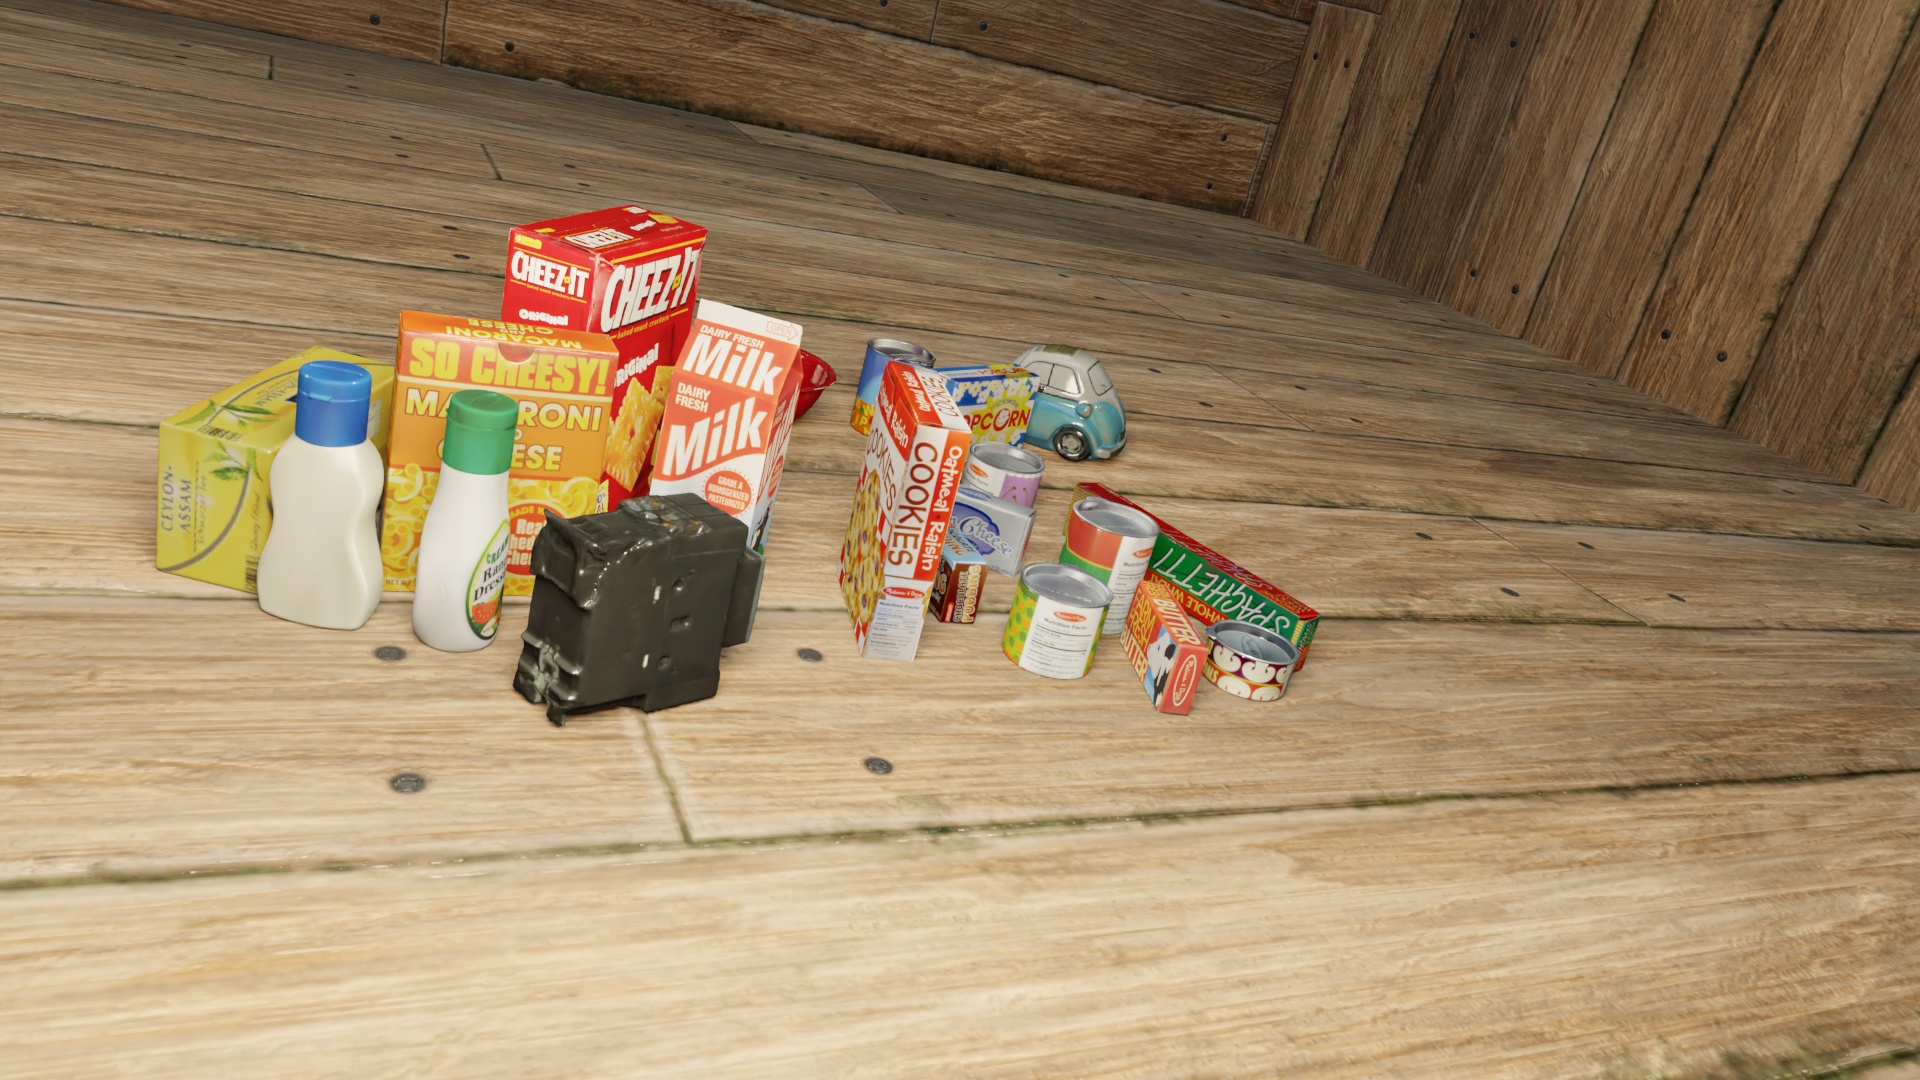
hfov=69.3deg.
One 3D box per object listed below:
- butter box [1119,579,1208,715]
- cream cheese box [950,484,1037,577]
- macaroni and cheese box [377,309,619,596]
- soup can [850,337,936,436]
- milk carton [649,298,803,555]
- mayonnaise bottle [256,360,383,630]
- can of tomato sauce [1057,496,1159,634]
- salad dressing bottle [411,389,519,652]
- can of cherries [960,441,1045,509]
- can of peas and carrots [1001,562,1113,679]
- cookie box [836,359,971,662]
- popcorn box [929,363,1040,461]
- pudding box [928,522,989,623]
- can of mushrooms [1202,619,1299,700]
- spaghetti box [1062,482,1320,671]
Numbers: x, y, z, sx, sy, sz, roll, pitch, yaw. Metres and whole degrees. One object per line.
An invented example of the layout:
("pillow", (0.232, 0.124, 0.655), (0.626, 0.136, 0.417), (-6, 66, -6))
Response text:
("butter box", (0.141, 0.073, 0.973), (0.024, 0.053, 0.104), (9, 22, -13))
("cream cheese box", (0.004, -0.014, 1.096), (0.104, 0.053, 0.024), (20, 22, 12))
("macaroni and cheese box", (-0.283, -0.048, 0.845), (0.124, 0.165, 0.040), (3, 24, -27))
("soup can", (-0.063, -0.142, 1.324), (0.071, 0.083, 0.071), (13, 22, -5))
("milk carton", (-0.157, -0.062, 0.926), (0.072, 0.189, 0.074), (15, 21, 2))
("mayonnaise bottle", (-0.351, -0.025, 0.770), (0.065, 0.147, 0.041), (13, 21, -4))
("can of tomato sauce", (0.105, 0.019, 1.042), (0.071, 0.082, 0.071), (13, 22, -5))
("salad dressing bottle", (-0.277, -0.011, 0.784), (0.044, 0.147, 0.064), (16, 21, 2))
("can of cherries", (0.035, -0.045, 1.185), (0.071, 0.058, 0.072), (13, 22, -5))
("can of peas and carrots", (0.067, 0.054, 0.964), (0.071, 0.058, 0.071), (13, 22, -5))
("cookie box", (-0.042, -0.022, 0.934), (0.040, 0.166, 0.123), (8, 22, -17))
("popcorn box", (0.015, -0.121, 1.321), (0.038, 0.085, 0.127), (30, 26, 35))
("pudding box", (-0.012, 0.020, 1.011), (0.030, 0.049, 0.084), (3, 24, -27))
("can of mushrooms", (0.207, 0.086, 1.010), (0.071, 0.033, 0.071), (13, 22, -5))
("spaghetti box", (0.180, 0.025, 1.118), (0.029, 0.050, 0.250), (-6, 29, -42))
